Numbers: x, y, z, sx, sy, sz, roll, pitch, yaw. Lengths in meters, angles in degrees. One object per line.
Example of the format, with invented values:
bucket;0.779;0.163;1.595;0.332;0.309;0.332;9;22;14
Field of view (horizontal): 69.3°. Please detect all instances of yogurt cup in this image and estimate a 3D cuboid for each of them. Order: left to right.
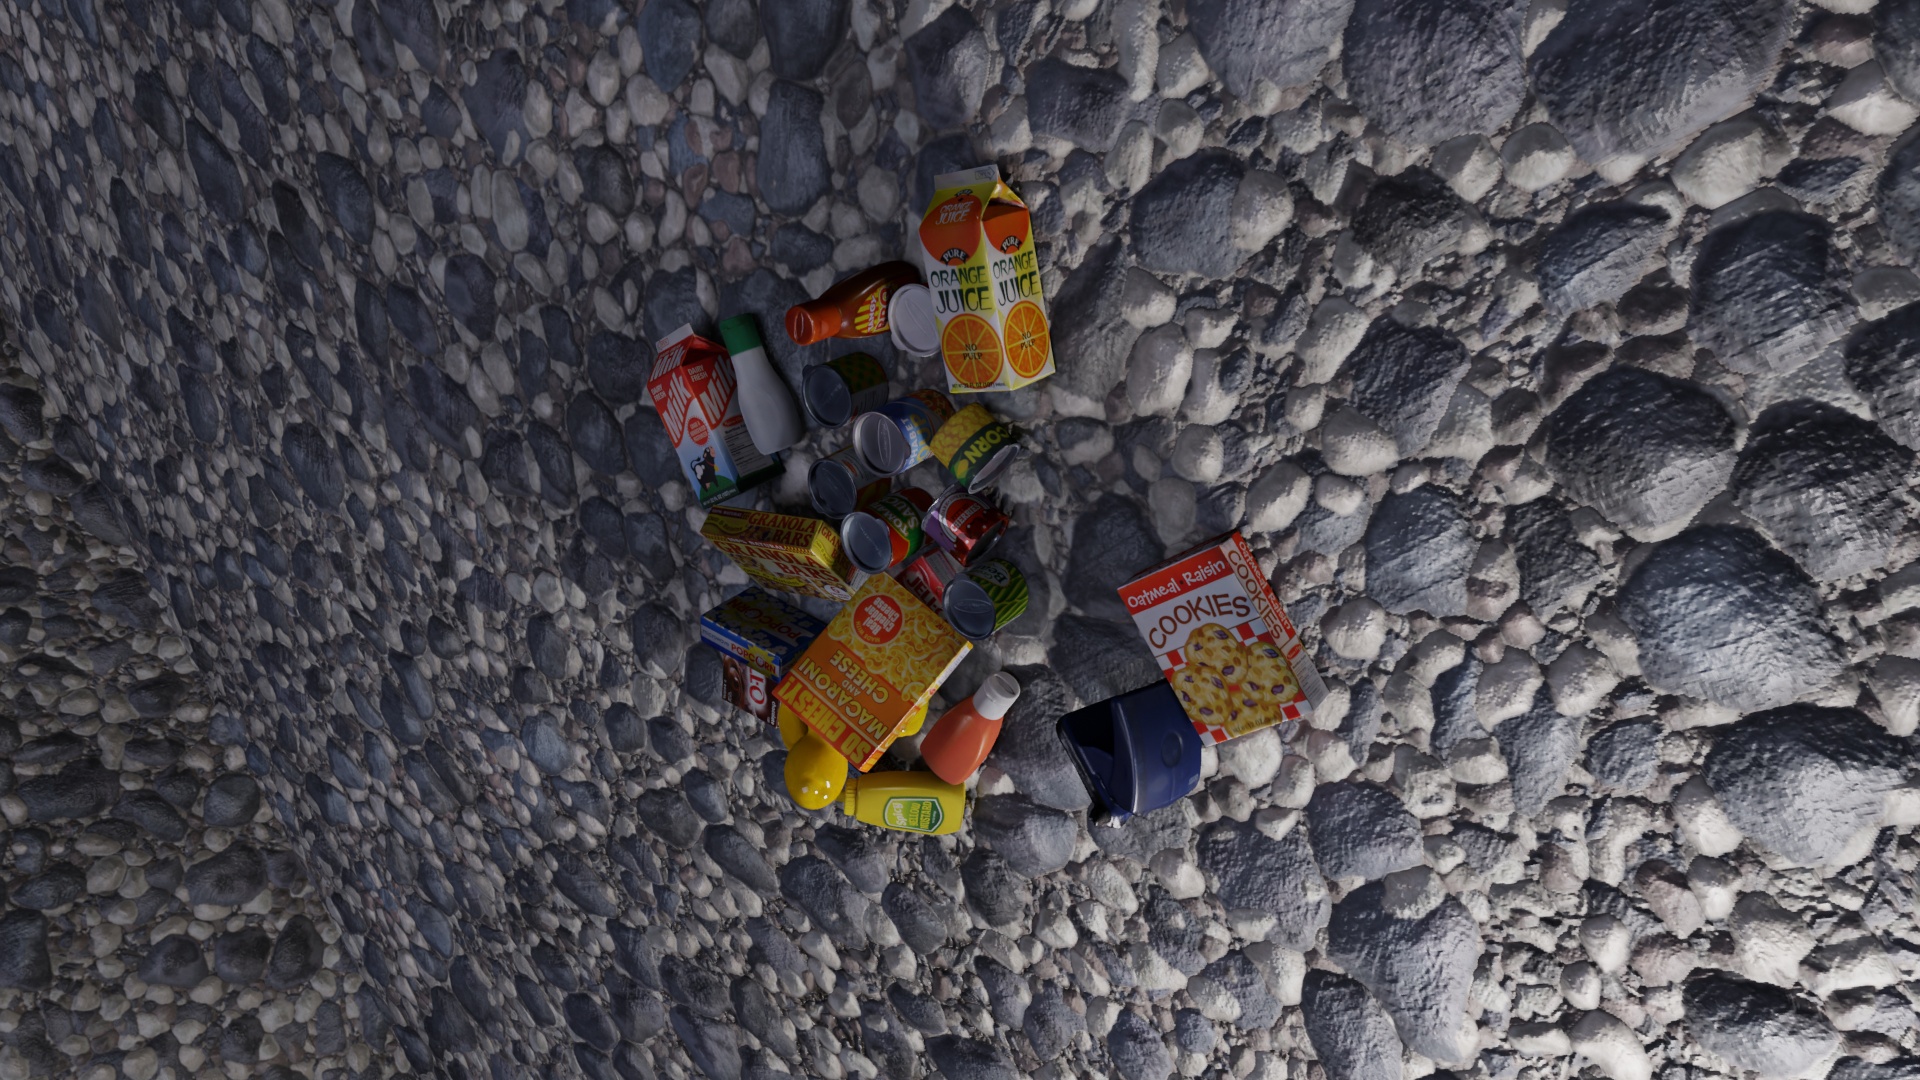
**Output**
yogurt cup;-0.025;-0.210;1.292;0.072;0.054;0.072;17;120;33

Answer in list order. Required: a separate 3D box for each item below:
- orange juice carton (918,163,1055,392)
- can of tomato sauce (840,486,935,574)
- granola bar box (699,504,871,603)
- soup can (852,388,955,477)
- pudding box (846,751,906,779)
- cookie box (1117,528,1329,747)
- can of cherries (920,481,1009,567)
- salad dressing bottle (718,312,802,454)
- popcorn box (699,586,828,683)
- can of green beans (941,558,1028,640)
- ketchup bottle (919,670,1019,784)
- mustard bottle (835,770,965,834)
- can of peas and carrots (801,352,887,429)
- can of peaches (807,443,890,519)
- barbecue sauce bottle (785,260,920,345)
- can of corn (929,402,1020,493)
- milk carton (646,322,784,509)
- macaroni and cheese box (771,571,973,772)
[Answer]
orange juice carton;0.021;-0.232;1.232;0.072;0.073;0.192;2;111;39
can of tomato sauce;-0.068;-0.013;1.398;0.071;0.083;0.071;17;120;33
granola bar box;-0.181;0.016;1.490;0.165;0.039;0.124;8;153;37
soup can;-0.051;-0.104;1.342;0.071;0.084;0.071;18;121;33
pudding box;-0.103;0.259;1.576;0.084;0.050;0.030;40;132;19
cookie box;0.231;0.088;1.230;0.122;0.040;0.167;-28;92;43
can of cherries;0.005;-0.017;1.346;0.058;0.072;0.071;43;131;15
salad dressing bottle;-0.215;-0.167;1.476;0.064;0.044;0.147;-12;101;44
popcorn box;-0.222;0.106;1.578;0.127;0.085;0.038;24;125;29
can of green beans;0.025;0.058;1.372;0.071;0.058;0.071;17;120;33
ketchup bottle;0.013;0.193;1.454;0.065;0.044;0.148;45;131;13
mustard bottle;-0.076;0.283;1.510;0.160;0.049;0.065;4;115;-3
can of peas and carrots;-0.117;-0.152;1.391;0.071;0.059;0.070;17;119;33
can of peaches;-0.115;-0.061;1.433;0.071;0.058;0.071;18;121;32
barbecue sauce bottle;-0.099;-0.215;1.285;0.044;0.149;0.064;27;125;28
can of corn;0.014;-0.089;1.307;0.058;0.071;0.070;47;132;13
milk carton;-0.275;-0.139;1.517;0.072;0.074;0.190;-19;97;44
macaroni and cheese box;-0.088;0.130;1.397;0.124;0.040;0.166;39;85;15
